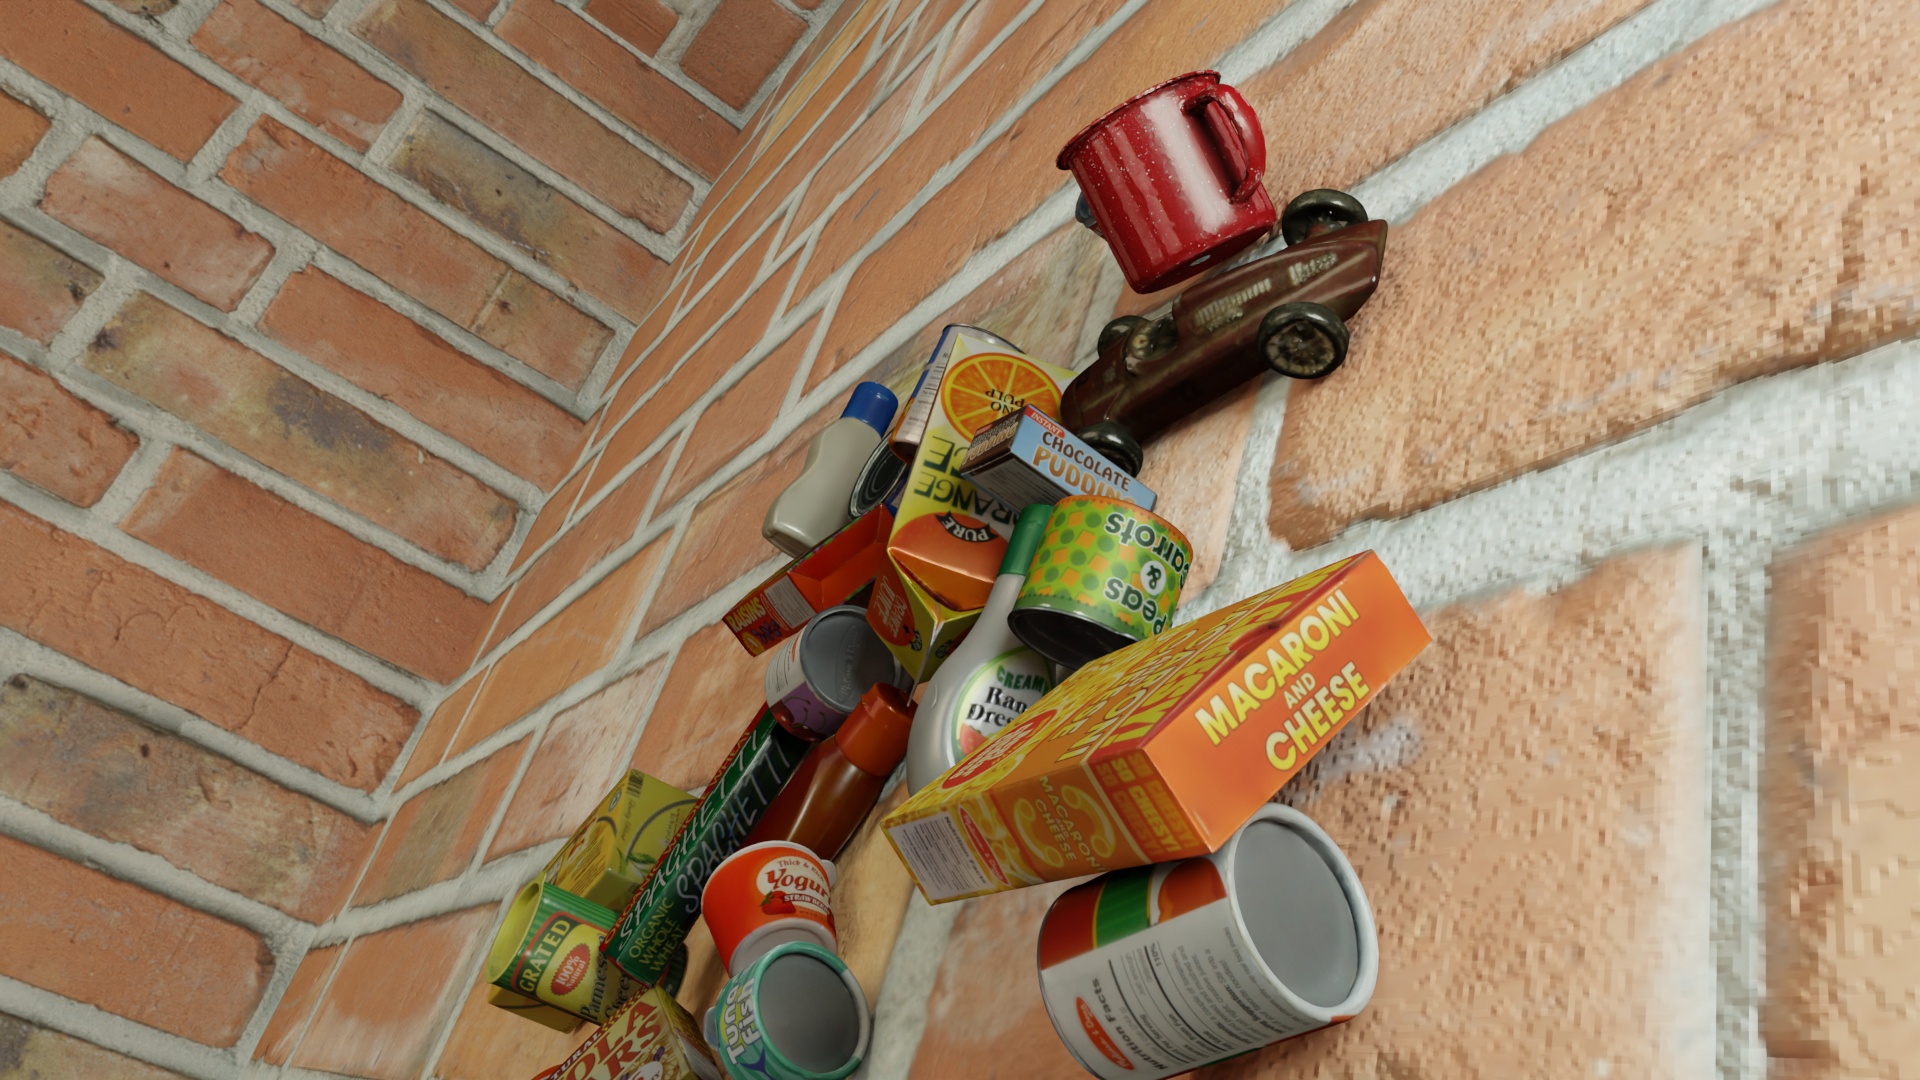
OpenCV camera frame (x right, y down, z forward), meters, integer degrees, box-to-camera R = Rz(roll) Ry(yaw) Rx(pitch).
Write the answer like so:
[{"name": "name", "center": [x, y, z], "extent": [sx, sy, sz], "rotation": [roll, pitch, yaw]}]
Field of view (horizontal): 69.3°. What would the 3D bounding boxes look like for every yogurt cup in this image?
[{"name": "yogurt cup", "center": [-0.095, 0.196, 0.707], "extent": [0.072, 0.072, 0.054], "rotation": [-54, 30, 12]}]

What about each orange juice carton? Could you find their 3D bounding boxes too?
[{"name": "orange juice carton", "center": [0.003, -0.009, 0.729], "extent": [0.071, 0.073, 0.194], "rotation": [112, 175, -55]}]

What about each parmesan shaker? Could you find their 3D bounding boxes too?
[{"name": "parmesan shaker", "center": [-0.229, 0.257, 0.859], "extent": [0.071, 0.103, 0.072], "rotation": [-46, 25, 29]}]

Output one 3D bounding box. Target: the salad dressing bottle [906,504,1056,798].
[{"name": "salad dressing bottle", "center": [0.022, 0.055, 0.634], "extent": [0.044, 0.064, 0.148], "rotation": [-13, 53, 57]}]

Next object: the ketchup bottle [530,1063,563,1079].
[{"name": "ketchup bottle", "center": [-0.246, 0.385, 0.807], "extent": [0.064, 0.043, 0.149], "rotation": [-41, 27, 25]}]

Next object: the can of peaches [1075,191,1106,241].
[{"name": "can of peaches", "center": [0.108, -0.192, 0.794], "extent": [0.071, 0.058, 0.071], "rotation": [-46, 25, 29]}]

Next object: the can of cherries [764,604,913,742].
[{"name": "can of cherries", "center": [-0.071, 0.080, 0.806], "extent": [0.058, 0.071, 0.072], "rotation": [-41, 26, 51]}]

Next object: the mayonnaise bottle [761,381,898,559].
[{"name": "mayonnaise bottle", "center": [-0.090, -0.052, 1.036], "extent": [0.041, 0.065, 0.149], "rotation": [-31, 30, 57]}]

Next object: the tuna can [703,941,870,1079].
[{"name": "tuna can", "center": [-0.077, 0.218, 0.628], "extent": [0.032, 0.071, 0.071], "rotation": [-43, 26, 33]}]

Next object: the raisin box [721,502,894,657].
[{"name": "raisin box", "center": [-0.097, 0.028, 0.915], "extent": [0.086, 0.040, 0.123], "rotation": [-40, 5, -33]}]

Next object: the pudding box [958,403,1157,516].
[{"name": "pudding box", "center": [0.047, -0.026, 0.669], "extent": [0.049, 0.083, 0.030], "rotation": [-23, 38, 57]}]

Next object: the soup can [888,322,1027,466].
[{"name": "soup can", "center": [0.002, -0.082, 0.869], "extent": [0.071, 0.071, 0.084], "rotation": [-3, 58, 65]}]

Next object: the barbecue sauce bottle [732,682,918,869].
[{"name": "barbecue sauce bottle", "center": [-0.075, 0.145, 0.759], "extent": [0.148, 0.043, 0.065], "rotation": [-53, 18, 11]}]

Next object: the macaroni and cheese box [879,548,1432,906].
[{"name": "macaroni and cheese box", "center": [0.060, 0.068, 0.478], "extent": [0.124, 0.040, 0.166], "rotation": [-33, 0, -35]}]

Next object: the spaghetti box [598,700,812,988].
[{"name": "spaghetti box", "center": [-0.132, 0.151, 0.844], "extent": [0.251, 0.028, 0.050], "rotation": [-57, 19, -21]}]

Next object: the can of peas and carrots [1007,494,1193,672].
[{"name": "can of peas and carrots", "center": [0.062, 0.020, 0.597], "extent": [0.071, 0.071, 0.059], "rotation": [-18, 44, 59]}]

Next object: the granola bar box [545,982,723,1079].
[{"name": "granola bar box", "center": [-0.205, 0.326, 0.738], "extent": [0.166, 0.039, 0.124], "rotation": [-44, 18, -13]}]

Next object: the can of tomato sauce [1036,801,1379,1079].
[{"name": "can of tomato sauce", "center": [0.076, 0.124, 0.429], "extent": [0.082, 0.071, 0.071], "rotation": [-38, 29, 40]}]
